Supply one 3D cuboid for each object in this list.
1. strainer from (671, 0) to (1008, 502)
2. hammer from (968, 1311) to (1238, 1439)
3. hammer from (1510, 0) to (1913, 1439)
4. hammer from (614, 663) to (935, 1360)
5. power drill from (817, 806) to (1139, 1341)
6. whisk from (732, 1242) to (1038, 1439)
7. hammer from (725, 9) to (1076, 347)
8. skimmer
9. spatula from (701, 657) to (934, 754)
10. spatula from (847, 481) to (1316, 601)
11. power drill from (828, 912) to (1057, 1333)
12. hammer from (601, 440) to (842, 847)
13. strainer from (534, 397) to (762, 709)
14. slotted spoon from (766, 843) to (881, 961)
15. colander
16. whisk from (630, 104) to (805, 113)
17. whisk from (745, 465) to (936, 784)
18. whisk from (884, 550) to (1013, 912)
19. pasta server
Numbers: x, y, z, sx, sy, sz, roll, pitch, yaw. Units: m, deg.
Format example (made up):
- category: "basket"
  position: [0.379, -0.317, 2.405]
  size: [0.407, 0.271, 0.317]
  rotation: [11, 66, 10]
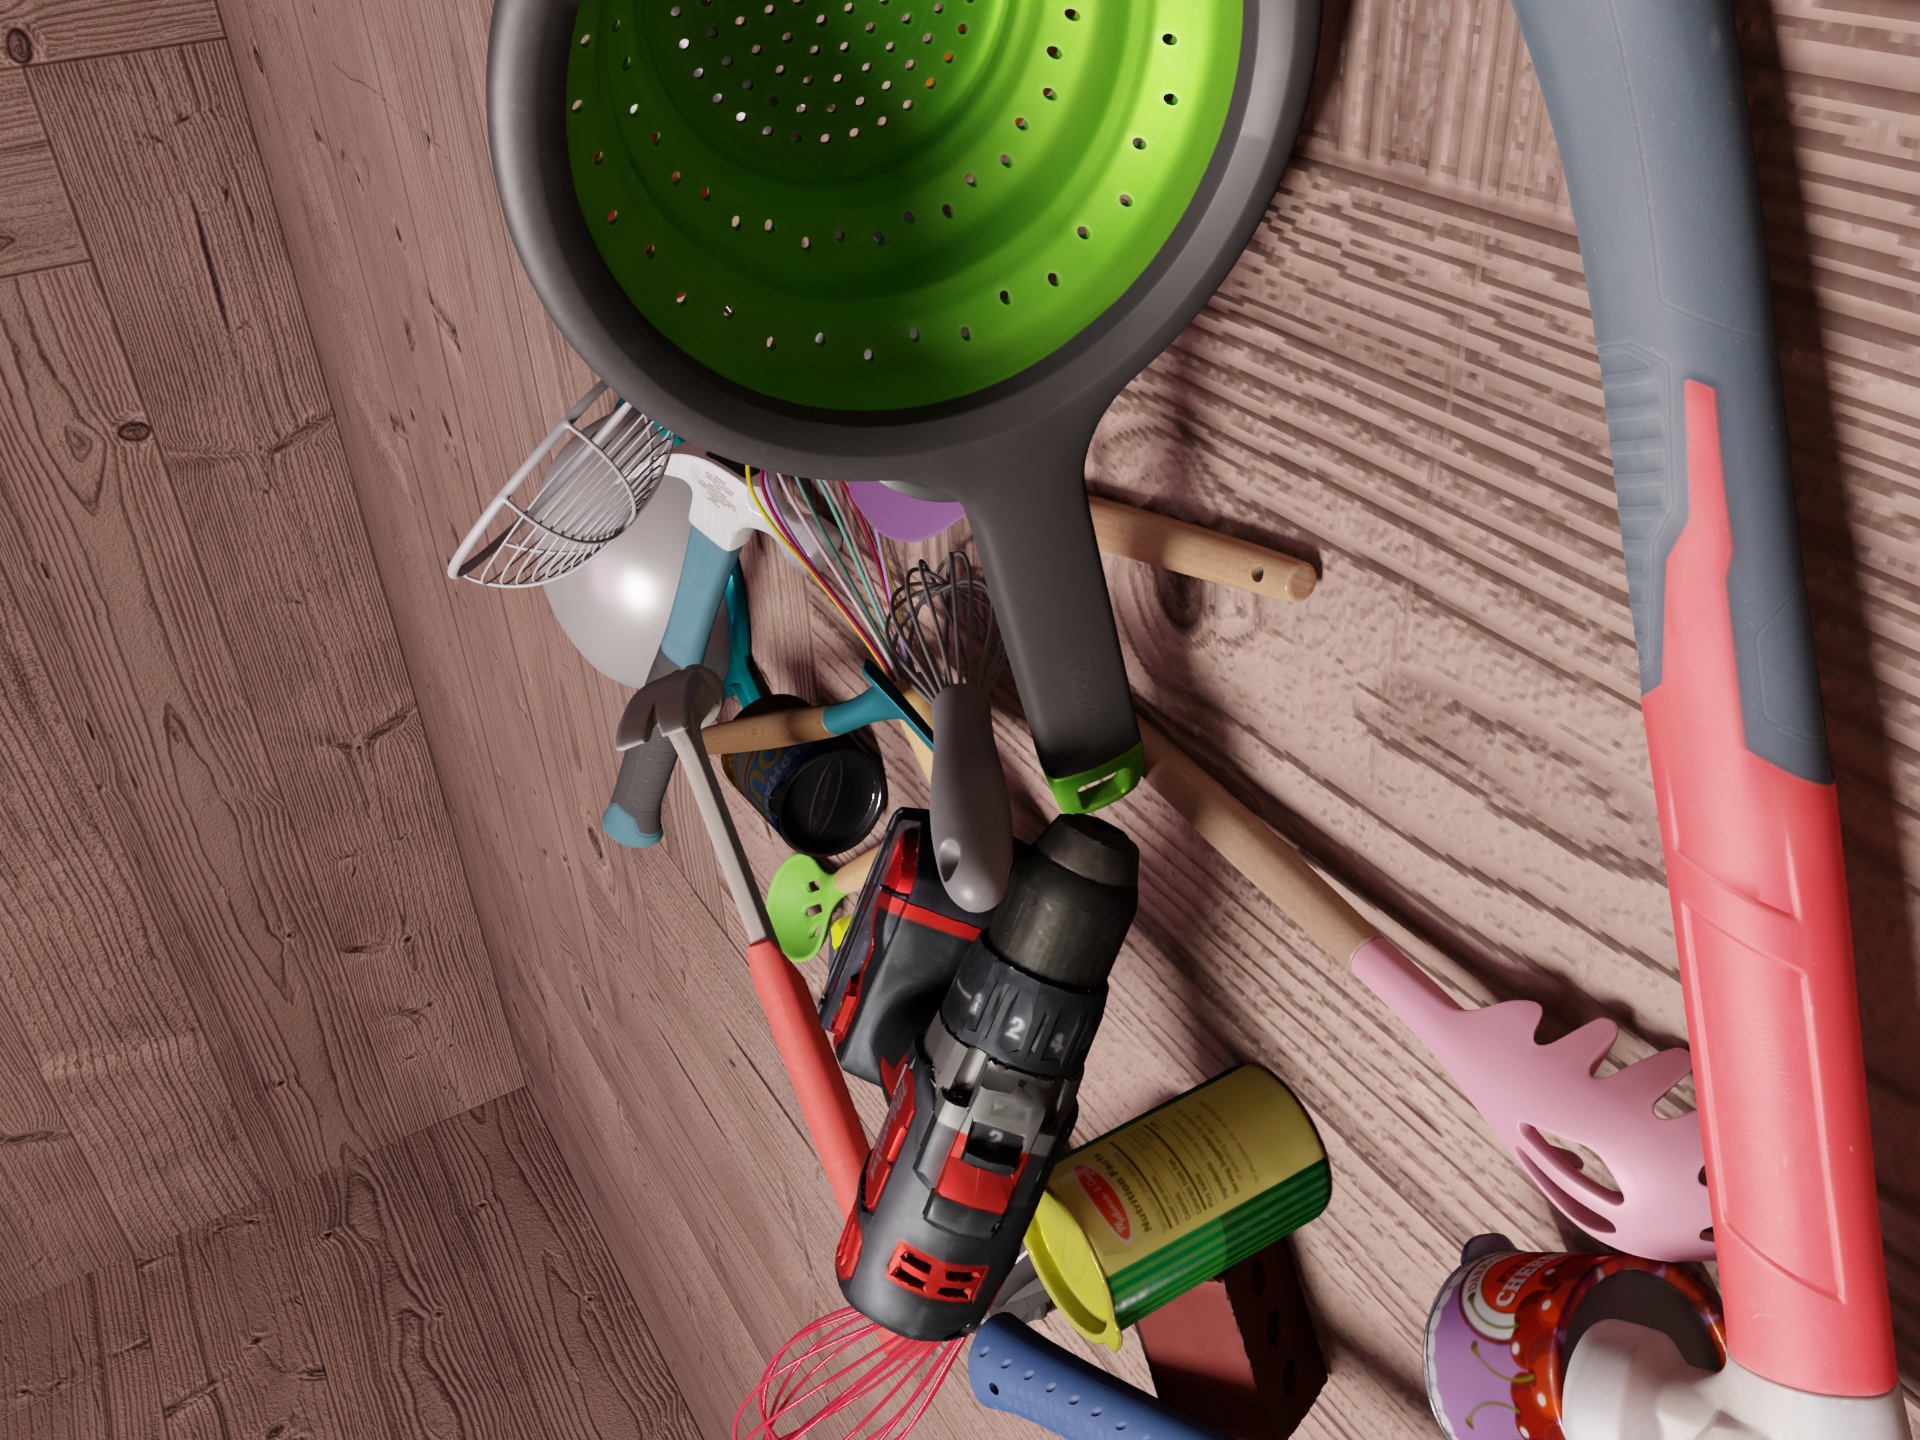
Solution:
- category: "strainer"
  position: [-0.044, -0.168, 0.523]
  size: [0.258, 0.087, 0.050]
  rotation: [51, 176, -8]
- category: "hammer"
  position: [0.143, 0.279, 0.536]
  size: [0.406, 0.035, 0.144]
  rotation: [3, 111, 50]
- category: "hammer"
  position: [0.175, 0.002, 0.327]
  size: [0.143, 0.038, 0.386]
  rotation: [-1, 104, 46]
- category: "hammer"
  position: [-0.078, 0.149, 0.759]
  size: [0.149, 0.036, 0.359]
  rotation: [-106, -3, -79]
- category: "power drill"
  position: [0.006, 0.102, 0.620]
  size: [0.227, 0.080, 0.188]
  rotation: [-110, 41, -76]
- category: "whisk"
  position: [-0.002, 0.268, 0.727]
  size: [0.296, 0.073, 0.073]
  rotation: [-44, 61, 20]
- category: "hammer"
  position: [-0.013, -0.204, 0.542]
  size: [0.127, 0.034, 0.337]
  rotation: [40, 156, -14]
- category: "skimmer"
  position: [-0.176, -0.233, 0.702]
  size: [0.127, 0.090, 0.363]
  rotation: [-31, 59, 60]
- category: "spatula"
  position: [-0.081, 0.008, 0.785]
  size: [0.082, 0.044, 0.317]
  rotation: [47, 154, -19]
- category: "spatula"
  position: [0.026, -0.082, 0.616]
  size: [0.316, 0.018, 0.059]
  rotation: [27, 116, 56]
- category: "power drill"
  position: [-0.006, 0.200, 0.848]
  size: [0.223, 0.080, 0.171]
  rotation: [69, 157, 10]
- category: "hammer"
  position: [-0.165, -0.029, 0.931]
  size: [0.128, 0.033, 0.330]
  rotation: [40, 137, 13]
- category: "strainer"
  position: [-0.194, -0.051, 1.020]
  size: [0.341, 0.095, 0.210]
  rotation: [61, 155, 23]
- category: "slotted spoon"
  position: [-0.058, 0.091, 0.927]
  size: [0.313, 0.031, 0.070]
  rotation: [145, 120, -63]
- category: "colander"
  position: [-0.003, -0.118, 0.463]
  size: [0.396, 0.204, 0.095]
  rotation: [71, 173, -48]
- category: "whisk"
  position: [-0.124, -0.284, 0.750]
  size: [0.057, 0.059, 0.247]
  rotation: [52, 175, -38]
- category: "whisk"
  position: [-0.039, -0.038, 0.768]
  size: [0.245, 0.047, 0.051]
  rotation: [65, 155, 3]
- category: "whisk"
  position: [-0.002, -0.002, 0.604]
  size: [0.239, 0.055, 0.055]
  rotation: [-96, 0, -60]
- category: "pasta server"
  position: [0.123, 0.059, 0.521]
  size: [0.317, 0.040, 0.060]
  rotation: [47, 148, 49]
